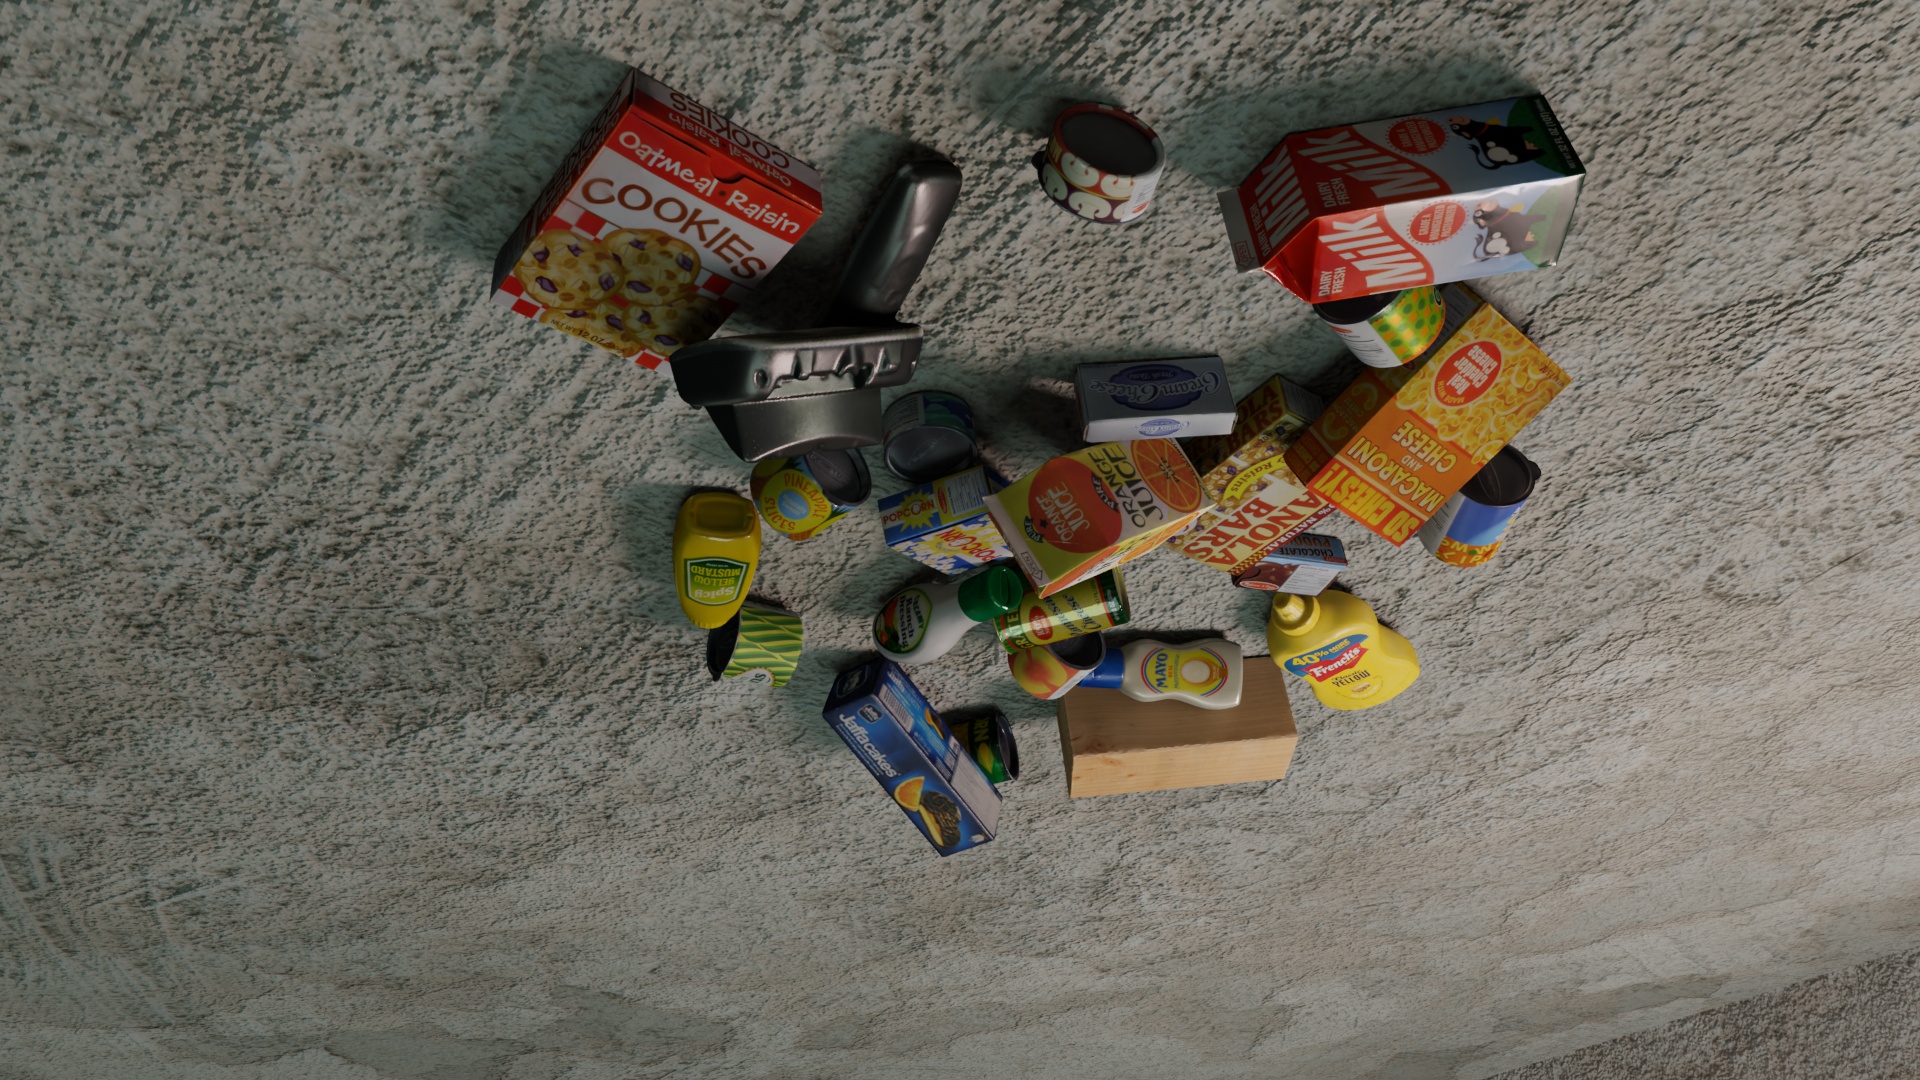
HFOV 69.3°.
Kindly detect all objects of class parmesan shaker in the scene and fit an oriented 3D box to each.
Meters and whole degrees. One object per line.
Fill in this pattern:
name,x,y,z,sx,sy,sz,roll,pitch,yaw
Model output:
parmesan shaker,0.080,0.046,1.129,0.103,0.071,0.071,-16,143,13

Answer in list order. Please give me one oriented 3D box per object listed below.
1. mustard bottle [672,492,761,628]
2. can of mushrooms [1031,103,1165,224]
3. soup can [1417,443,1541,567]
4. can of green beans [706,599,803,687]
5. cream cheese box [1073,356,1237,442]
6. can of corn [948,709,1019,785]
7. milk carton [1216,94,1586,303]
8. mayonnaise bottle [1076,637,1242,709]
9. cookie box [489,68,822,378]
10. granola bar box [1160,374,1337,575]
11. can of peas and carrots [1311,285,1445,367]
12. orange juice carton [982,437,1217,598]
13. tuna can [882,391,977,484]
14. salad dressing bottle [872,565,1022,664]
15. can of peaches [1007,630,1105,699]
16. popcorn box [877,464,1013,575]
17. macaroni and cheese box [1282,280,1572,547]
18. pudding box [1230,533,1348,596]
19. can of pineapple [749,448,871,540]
mustard bottle,-0.190,0.027,1.073,0.065,0.049,0.159,4,143,-11
can of mushrooms,0.076,-0.210,0.771,0.071,0.071,0.033,4,143,-14
soup can,0.399,-0.028,1.072,0.071,0.072,0.083,-4,145,-3
can of green beans,-0.169,0.084,1.142,0.058,0.071,0.071,16,139,-29
cream cheese box,0.132,-0.096,0.948,0.104,0.053,0.024,-4,146,-4
can of corn,0.019,0.203,1.339,0.058,0.071,0.071,-15,143,13
milk carton,0.251,-0.195,0.812,0.191,0.073,0.073,-8,145,3
mayonnaise bottle,0.177,0.117,1.247,0.148,0.065,0.041,4,174,-10
cookie box,-0.176,-0.175,0.802,0.123,0.040,0.166,22,135,-34
granola bar box,0.223,-0.043,1.048,0.124,0.039,0.164,20,137,-32
can of peas and carrots,0.267,-0.153,0.880,0.070,0.071,0.058,-28,139,28
orange juice carton,0.089,-0.019,0.954,0.072,0.072,0.193,-40,167,38
tuna can,-0.020,-0.071,0.977,0.071,0.033,0.070,-4,144,-3
salad dressing bottle,-0.011,0.058,1.116,0.044,0.064,0.147,13,153,-38
can of peaches,0.080,0.094,1.198,0.071,0.071,0.057,14,140,-25
popcorn box,0.004,-0.013,1.024,0.085,0.038,0.126,-19,163,17
macaroni and cheese box,0.323,-0.085,0.965,0.123,0.040,0.166,26,115,-37
pudding box,0.271,0.018,1.149,0.084,0.030,0.049,7,144,-17
can of pineapple,-0.106,-0.040,0.977,0.057,0.071,0.071,-32,137,31
